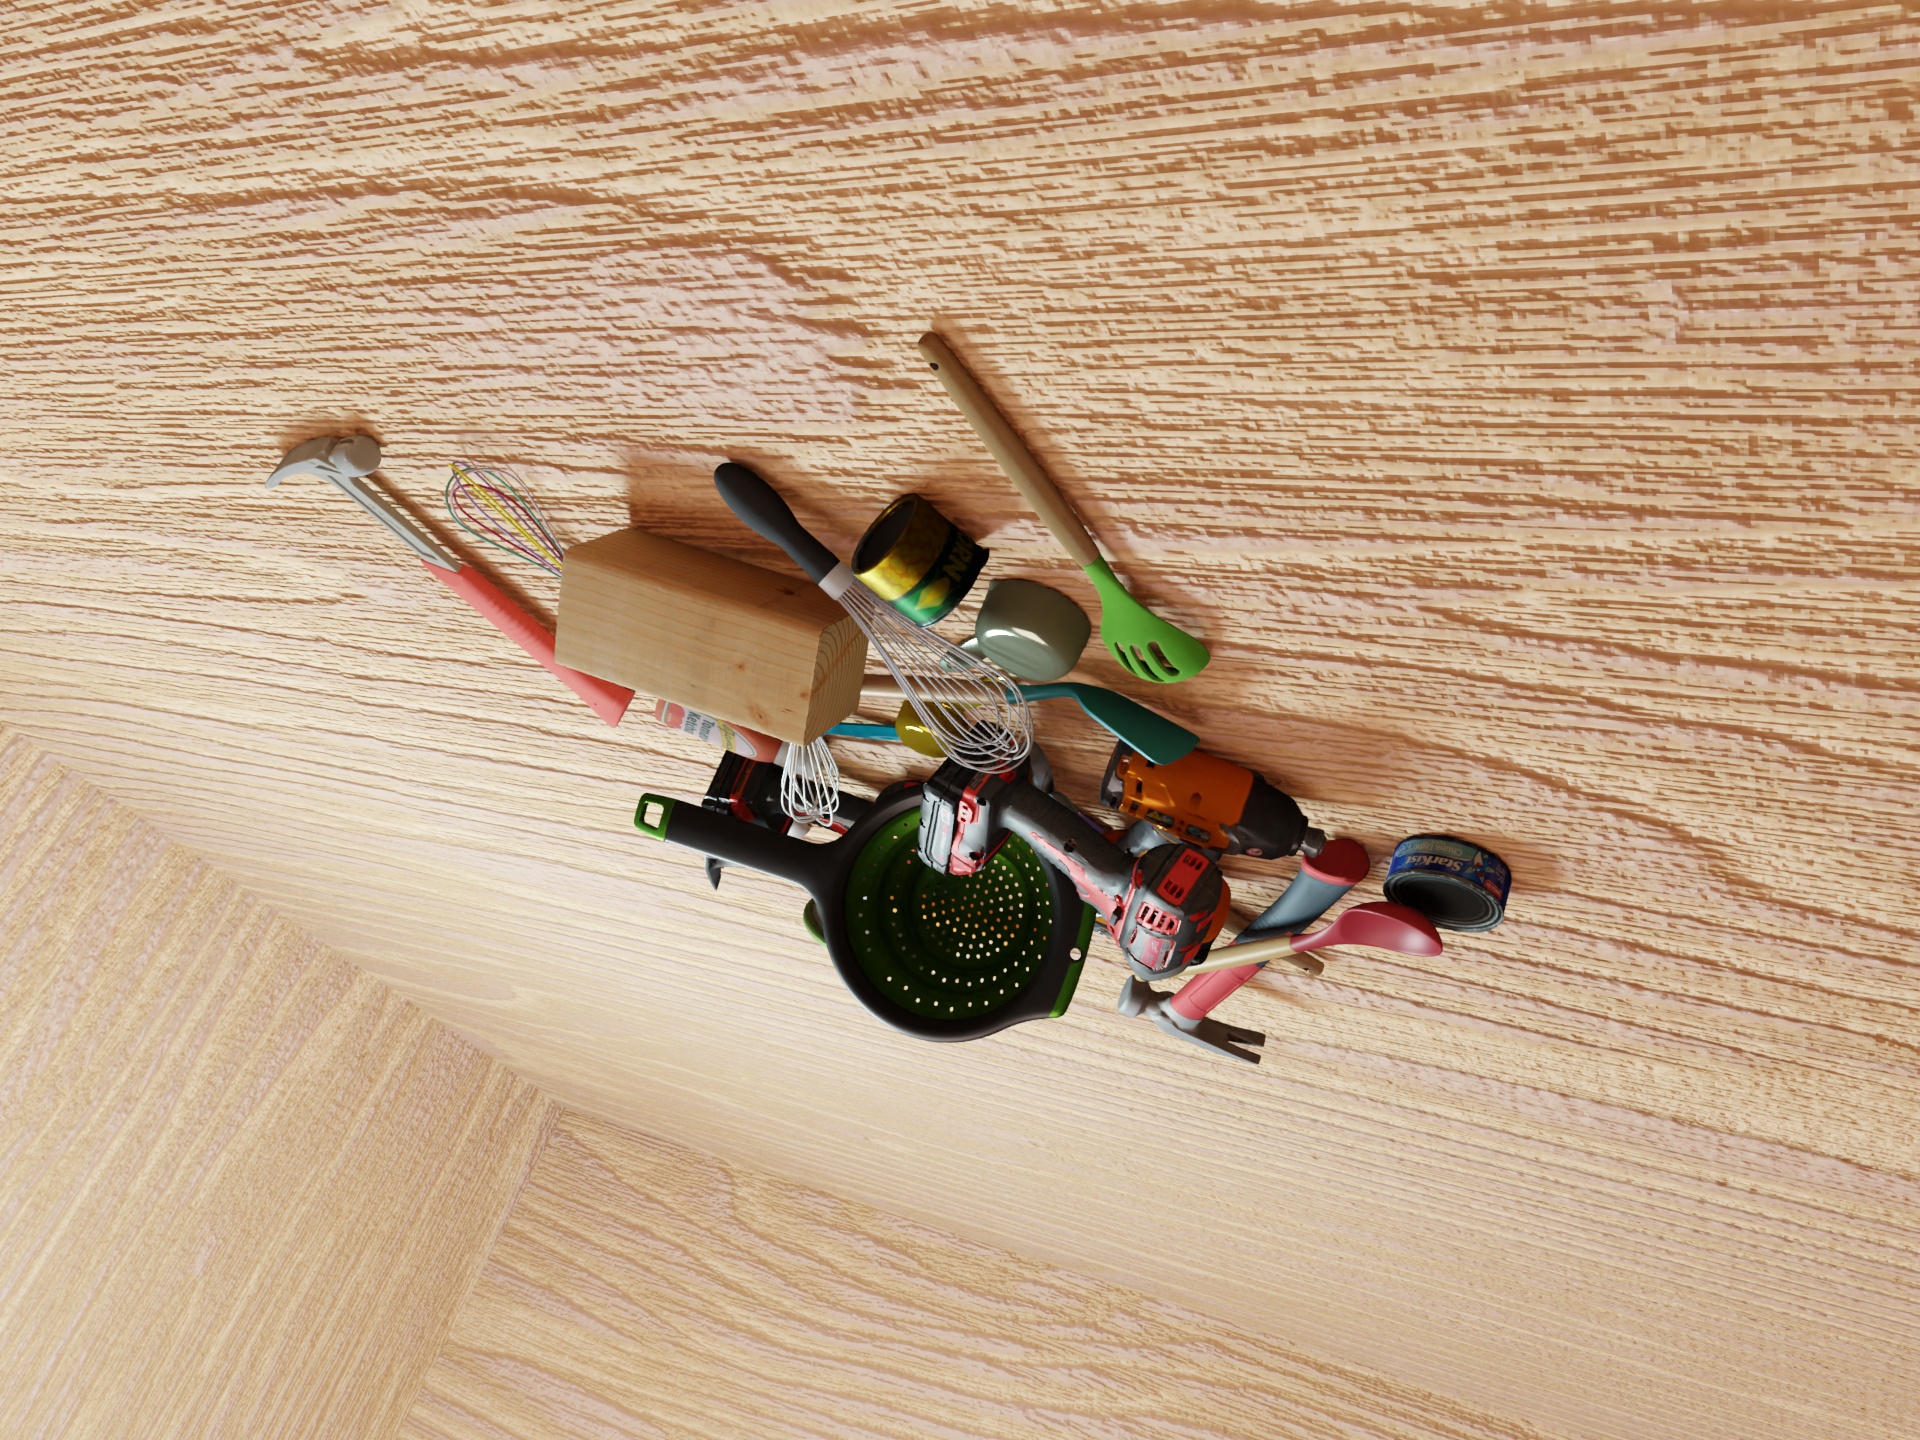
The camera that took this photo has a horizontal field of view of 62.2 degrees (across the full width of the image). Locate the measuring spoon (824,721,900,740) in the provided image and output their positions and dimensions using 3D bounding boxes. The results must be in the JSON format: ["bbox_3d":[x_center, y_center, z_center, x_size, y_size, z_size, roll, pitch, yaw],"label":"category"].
[{"bbox_3d":[-0.091,0.000,1.325,0.128,0.021,0.042,5,149,17],"label":"measuring spoon"}]

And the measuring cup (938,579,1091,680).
[{"bbox_3d":[0.023,-0.046,1.107,0.083,0.038,0.167,34,151,-19],"label":"measuring cup"}]

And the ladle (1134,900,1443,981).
[{"bbox_3d":[0.245,0.180,1.248,0.069,0.031,0.315,37,147,-22],"label":"ladle"}]

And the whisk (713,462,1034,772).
[{"bbox_3d":[-0.058,-0.072,1.071,0.284,0.070,0.070,44,151,-4],"label":"whisk"}]

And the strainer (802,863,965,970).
[{"bbox_3d":[-0.114,0.157,1.580,0.256,0.069,0.151,29,-156,31],"label":"strainer"}]

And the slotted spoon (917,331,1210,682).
[{"bbox_3d":[0.063,-0.115,0.962,0.070,0.031,0.313,0,143,41],"label":"slotted spoon"}]

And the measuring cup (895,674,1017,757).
[{"bbox_3d":[-0.002,-0.004,1.218,0.062,0.029,0.156,33,154,-17],"label":"measuring cup"}]

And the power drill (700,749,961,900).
[{"bbox_3d":[-0.105,0.103,1.460,0.227,0.080,0.187,12,152,18],"label":"power drill"}]

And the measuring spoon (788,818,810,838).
[{"bbox_3d":[-0.196,0.112,1.612,0.034,0.018,0.124,40,151,-29],"label":"measuring spoon"}]

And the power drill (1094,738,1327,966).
[{"bbox_3d":[0.175,0.103,1.211,0.164,0.084,0.226,21,148,7],"label":"power drill"}]

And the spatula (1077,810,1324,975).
[{"bbox_3d":[0.176,0.139,1.350,0.316,0.018,0.059,29,145,-9],"label":"spatula"}]

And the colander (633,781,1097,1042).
[{"bbox_3d":[-0.077,0.130,1.307,0.397,0.204,0.094,16,180,15],"label":"colander"}]

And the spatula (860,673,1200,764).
[{"bbox_3d":[0.011,-0.010,1.146,0.317,0.082,0.044,5,105,26],"label":"spatula"}]

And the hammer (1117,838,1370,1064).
[{"bbox_3d":[0.258,0.198,1.330,0.143,0.038,0.386,23,149,-2],"label":"hammer"}]

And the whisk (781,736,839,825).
[{"bbox_3d":[-0.126,0.000,1.278,0.059,0.058,0.246,43,151,33],"label":"whisk"}]

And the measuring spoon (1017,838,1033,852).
[{"bbox_3d":[0.064,0.108,1.398,0.117,0.011,0.021,16,154,24],"label":"measuring spoon"}]

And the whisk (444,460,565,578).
[{"bbox_3d":[-0.316,-0.121,1.255,0.047,0.051,0.244,-3,147,33],"label":"whisk"}]

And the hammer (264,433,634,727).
[{"bbox_3d":[-0.421,-0.110,1.368,0.149,0.037,0.358,-3,143,43],"label":"hammer"}]

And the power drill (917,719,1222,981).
[{"bbox_3d":[0.080,0.106,1.153,0.220,0.078,0.143,31,148,17],"label":"power drill"}]

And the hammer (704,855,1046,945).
[{"bbox_3d":[-0.066,0.163,1.433,0.337,0.034,0.127,16,158,-3],"label":"hammer"}]
